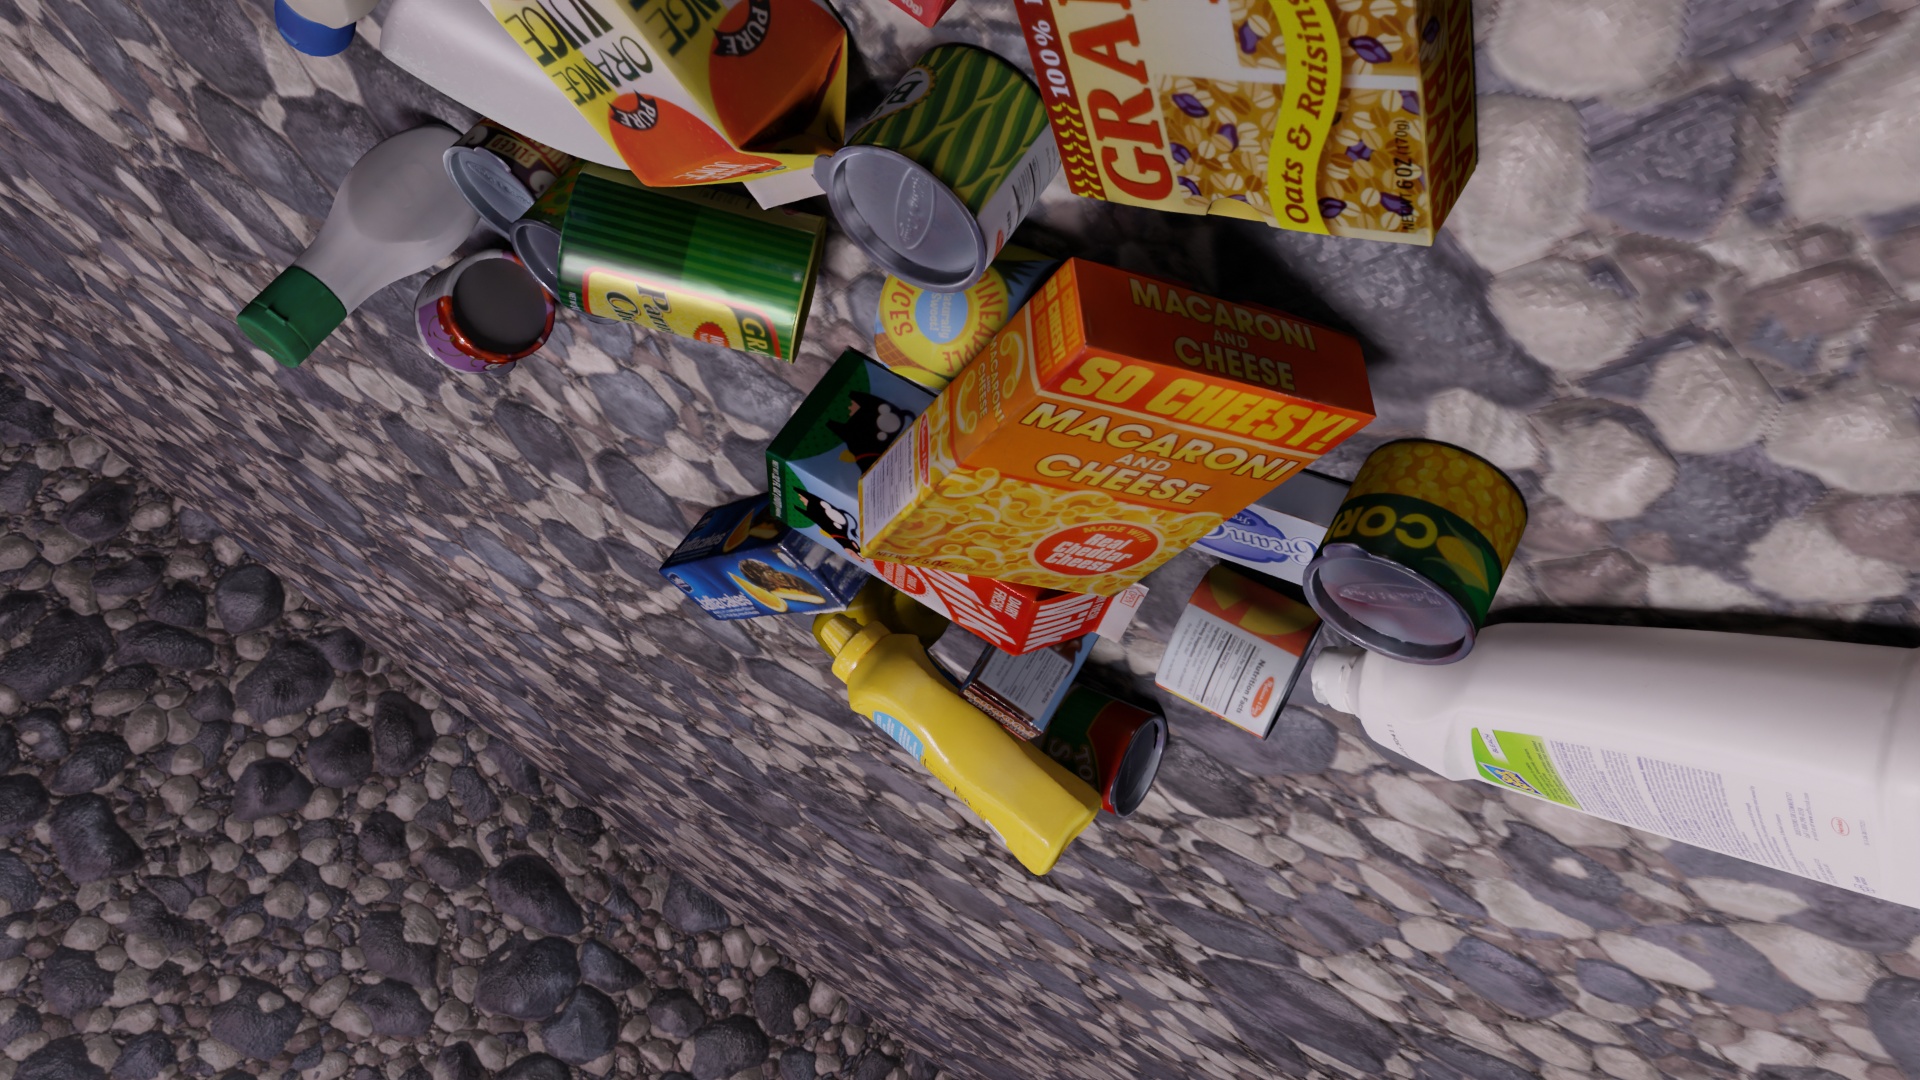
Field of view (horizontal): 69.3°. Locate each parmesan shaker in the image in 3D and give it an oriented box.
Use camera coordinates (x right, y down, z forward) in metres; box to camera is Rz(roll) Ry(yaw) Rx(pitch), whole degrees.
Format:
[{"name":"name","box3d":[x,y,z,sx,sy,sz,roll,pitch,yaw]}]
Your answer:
[{"name":"parmesan shaker","box3d":[-0.116,-0.121,0.608,0.103,0.071,0.071,13,155,-5]}]

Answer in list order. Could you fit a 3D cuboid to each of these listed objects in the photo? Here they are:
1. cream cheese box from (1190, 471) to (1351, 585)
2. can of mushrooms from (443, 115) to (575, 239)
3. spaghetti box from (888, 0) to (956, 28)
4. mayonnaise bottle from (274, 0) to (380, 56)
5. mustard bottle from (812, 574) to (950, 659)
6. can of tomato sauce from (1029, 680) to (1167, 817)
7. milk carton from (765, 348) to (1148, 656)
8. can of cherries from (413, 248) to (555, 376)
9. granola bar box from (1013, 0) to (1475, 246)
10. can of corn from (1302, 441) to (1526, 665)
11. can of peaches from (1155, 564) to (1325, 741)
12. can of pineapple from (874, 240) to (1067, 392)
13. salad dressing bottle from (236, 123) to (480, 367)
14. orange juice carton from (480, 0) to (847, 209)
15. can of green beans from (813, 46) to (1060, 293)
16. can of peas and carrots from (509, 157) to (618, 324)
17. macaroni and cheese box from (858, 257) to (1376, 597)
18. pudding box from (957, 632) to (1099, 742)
[{"name":"cream cheese box","box3d":[0.118,-0.014,0.601,0.104,0.024,0.053,20,154,28]},{"name":"can of mushrooms","box3d":[-0.223,-0.184,0.702,0.071,0.033,0.070,28,155,15]},{"name":"spaghetti box","box3d":[-0.095,-0.245,0.413,0.250,0.050,0.028,34,154,0]},{"name":"mayonnaise bottle","box3d":[-0.284,-0.265,0.620,0.064,0.041,0.147,43,155,-16]},{"name":"mustard bottle","box3d":[-0.043,0.048,0.883,0.065,0.049,0.160,38,155,-13]},{"name":"can of tomato sauce","box3d":[0.074,0.124,0.852,0.083,0.071,0.071,20,152,29]},{"name":"milk carton","box3d":[0.002,-0.009,0.694,0.191,0.074,0.072,30,155,8]},{"name":"can of cherries","box3d":[-0.280,-0.133,0.823,0.058,0.072,0.071,-5,135,52]},{"name":"granola bar box","box3d":[0.070,-0.161,0.376,0.124,0.039,0.164,17,150,33]},{"name":"can of corn","box3d":[0.171,0.003,0.526,0.071,0.058,0.071,27,155,14]},{"name":"can of peaches","box3d":[0.133,0.051,0.656,0.058,0.071,0.071,26,154,16]},{"name":"can of pineapple","box3d":[0.006,-0.088,0.551,0.058,0.071,0.070,24,154,20]},{"name":"salad dressing bottle","box3d":[-0.309,-0.154,0.722,0.064,0.148,0.044,39,155,-9]},{"name":"orange juice carton","box3d":[-0.113,-0.196,0.495,0.072,0.073,0.192,1,140,50]},{"name":"can of green beans","box3d":[-0.005,-0.132,0.497,0.071,0.058,0.071,27,155,14]},{"name":"can of peas and carrots","box3d":[-0.171,-0.148,0.672,0.071,0.059,0.070,27,154,14]},{"name":"macaroni and cheese box","box3d":[0.051,-0.034,0.524,0.124,0.040,0.165,9,151,-27]},{"name":"pudding box","box3d":[0.041,0.062,0.763,0.049,0.084,0.030,34,157,-3]}]
